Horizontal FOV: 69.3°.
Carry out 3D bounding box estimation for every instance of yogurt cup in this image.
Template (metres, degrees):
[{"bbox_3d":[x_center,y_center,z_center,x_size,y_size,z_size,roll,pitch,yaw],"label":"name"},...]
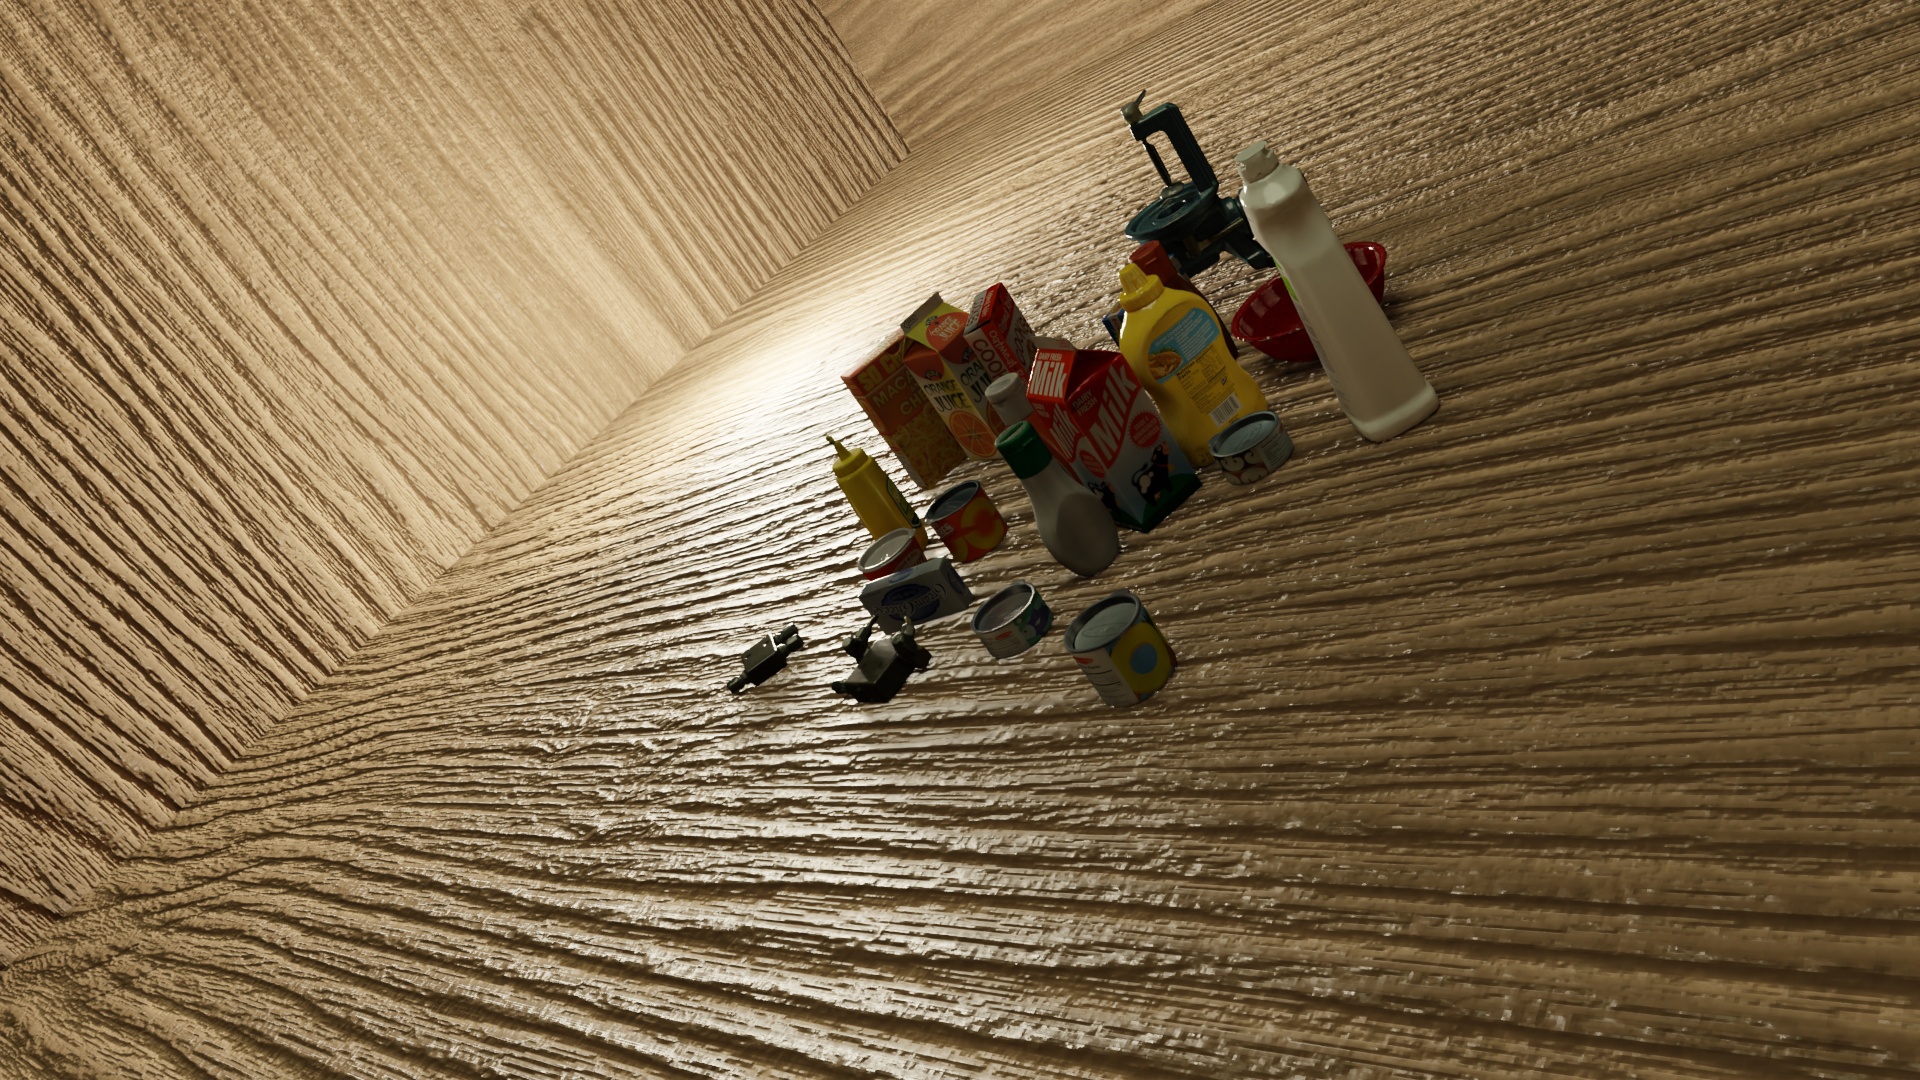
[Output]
[{"bbox_3d":[-0.064,0.028,1.422,0.072,0.054,0.073,-30,22,13],"label":"yogurt cup"}]

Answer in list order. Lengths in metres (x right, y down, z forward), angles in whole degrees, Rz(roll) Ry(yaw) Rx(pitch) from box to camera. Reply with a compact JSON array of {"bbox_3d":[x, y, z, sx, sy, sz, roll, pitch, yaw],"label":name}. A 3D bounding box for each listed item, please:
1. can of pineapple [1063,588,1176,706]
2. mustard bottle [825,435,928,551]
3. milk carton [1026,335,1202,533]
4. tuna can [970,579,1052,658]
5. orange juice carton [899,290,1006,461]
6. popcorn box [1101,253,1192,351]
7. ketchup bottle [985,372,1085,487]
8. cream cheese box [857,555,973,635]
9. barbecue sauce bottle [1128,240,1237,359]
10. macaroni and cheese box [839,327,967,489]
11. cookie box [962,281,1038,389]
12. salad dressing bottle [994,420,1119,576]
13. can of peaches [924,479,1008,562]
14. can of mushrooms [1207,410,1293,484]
[{"bbox_3d":[0.121,0.080,1.038,0.071,0.057,0.071,-30,22,13],"label":"can of pineapple"},{"bbox_3d":[-0.094,-0.049,1.481,0.049,0.160,0.065,-30,22,13],"label":"mustard bottle"},{"bbox_3d":[0.127,-0.104,1.232,0.073,0.190,0.072,-41,22,-14],"label":"milk carton"},{"bbox_3d":[0.046,0.068,1.207,0.071,0.032,0.071,-30,22,13],"label":"tuna can"},{"bbox_3d":[0.004,-0.187,1.580,0.072,0.192,0.073,-47,24,-28],"label":"orange juice carton"},{"bbox_3d":[0.218,-0.249,1.543,0.038,0.085,0.127,-10,32,47],"label":"popcorn box"},{"bbox_3d":[0.078,-0.093,1.337,0.064,0.148,0.044,-14,30,44],"label":"ketchup bottle"},{"bbox_3d":[-0.043,0.054,1.338,0.103,0.053,0.024,-20,26,33],"label":"cream cheese box"},{"bbox_3d":[0.224,-0.236,1.423,0.065,0.148,0.044,-32,22,10],"label":"barbecue sauce bottle"},{"bbox_3d":[-0.044,-0.163,1.638,0.124,0.166,0.040,-42,22,-17],"label":"macaroni and cheese box"},{"bbox_3d":[0.068,-0.190,1.527,0.040,0.167,0.123,-27,23,20],"label":"cookie box"},{"bbox_3d":[0.084,-0.037,1.214,0.064,0.147,0.044,-42,22,-16],"label":"salad dressing bottle"},{"bbox_3d":[0.005,-0.018,1.411,0.071,0.058,0.071,-30,22,13],"label":"can of peaches"},{"bbox_3d":[0.253,-0.081,1.215,0.071,0.033,0.071,-30,22,13],"label":"can of mushrooms"}]
